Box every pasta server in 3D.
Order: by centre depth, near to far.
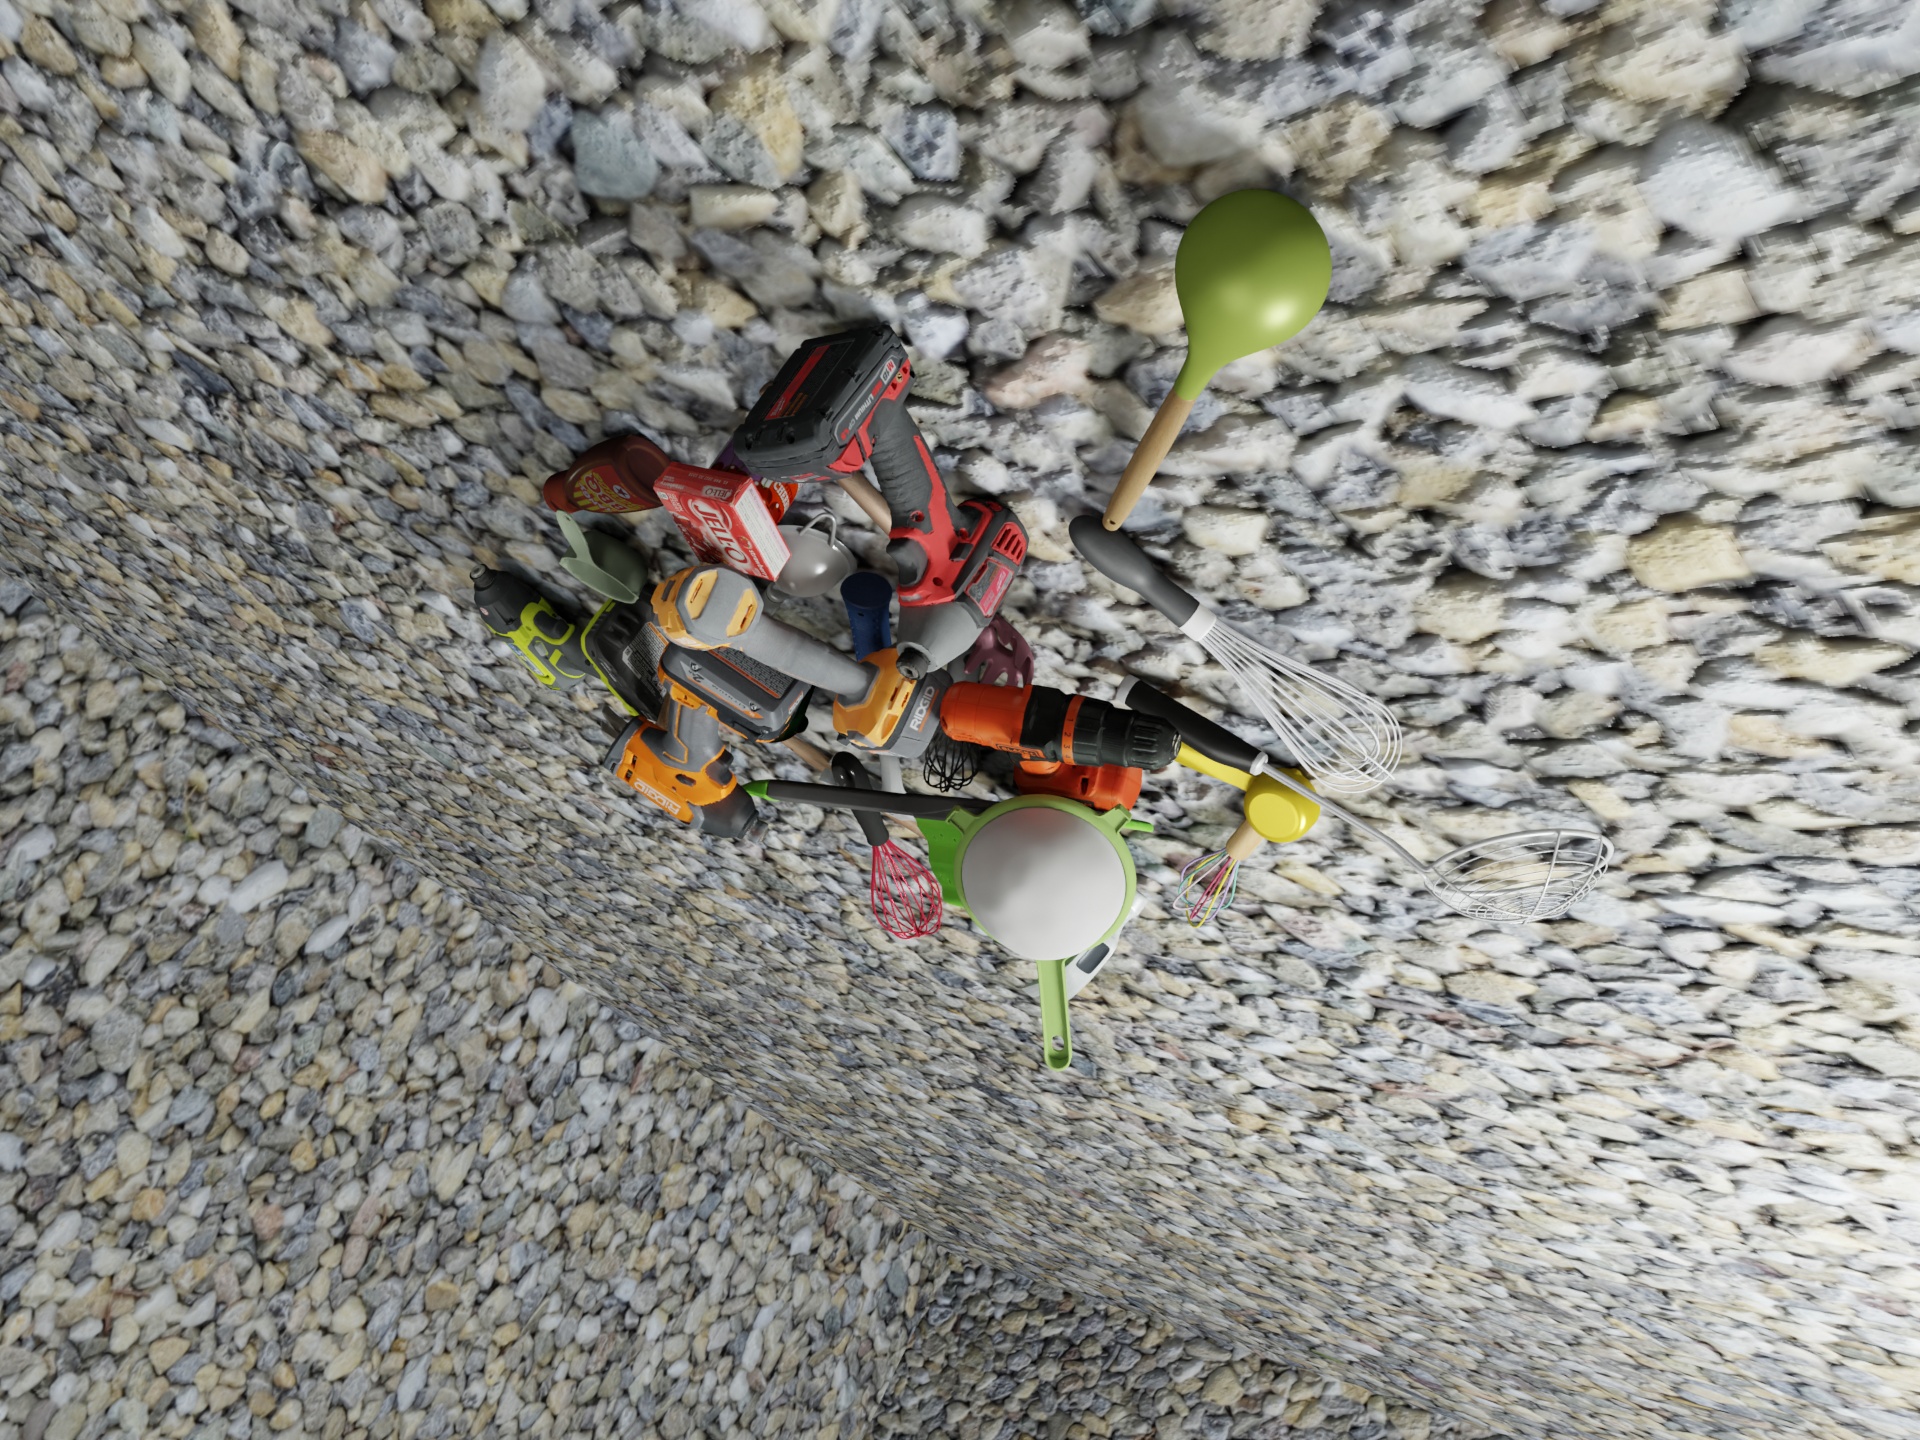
[{"bbox_3d":[-0.043,-0.129,1.185,0.060,0.040,0.316,-4,138,50],"label":"pasta server"}]

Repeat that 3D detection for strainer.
[{"bbox_3d":[0.068,0.188,1.298,0.151,0.069,0.256,-1,112,12],"label":"strainer"},{"bbox_3d":[-0.151,-0.109,1.338,0.086,0.050,0.258,20,161,-15],"label":"strainer"}]

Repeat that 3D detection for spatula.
[{"bbox_3d":[-0.055,0.104,1.657,0.315,0.018,0.060,35,155,-13],"label":"spatula"}]

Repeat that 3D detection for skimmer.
[{"bbox_3d":[0.287,0.040,1.165,0.363,0.090,0.127,31,163,20],"label":"skimmer"}]

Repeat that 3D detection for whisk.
[{"bbox_3d":[0.186,-0.047,1.082,0.284,0.070,0.070,38,154,-6],"label":"whisk"},{"bbox_3d":[0.232,0.122,1.360,0.051,0.047,0.244,29,152,4],"label":"whisk"},{"bbox_3d":[-0.001,-0.004,1.370,0.055,0.055,0.238,25,150,10],"label":"whisk"},{"bbox_3d":[-0.077,0.129,1.602,0.073,0.073,0.295,14,144,29],"label":"whisk"}]

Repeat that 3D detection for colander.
[{"bbox_3d":[-0.031,0.114,1.427,0.397,0.094,0.204,5,176,25],"label":"colander"}]

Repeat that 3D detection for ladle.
[{"bbox_3d":[0.127,-0.187,0.908,0.078,0.062,0.320,27,162,1],"label":"ladle"}]

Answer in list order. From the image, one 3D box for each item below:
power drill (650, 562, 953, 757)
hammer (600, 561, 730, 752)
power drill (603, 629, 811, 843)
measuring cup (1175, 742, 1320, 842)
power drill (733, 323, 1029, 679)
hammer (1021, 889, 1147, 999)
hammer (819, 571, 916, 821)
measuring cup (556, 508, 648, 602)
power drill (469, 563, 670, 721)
[{"bbox_3d":[-0.138,-0.051,1.253,0.226,0.084,0.185,27,171,-20],"label":"power drill"},{"bbox_3d":[-0.247,-0.055,1.446,0.130,0.031,0.331,7,143,-17],"label":"hammer"},{"bbox_3d":[-0.215,0.017,1.412,0.164,0.084,0.226,34,137,-2],"label":"power drill"},{"bbox_3d":[0.205,0.047,1.244,0.156,0.029,0.062,26,127,20],"label":"measuring cup"},{"bbox_3d":[-0.044,-0.137,1.049,0.078,0.143,0.219,2,141,41],"label":"power drill"},{"bbox_3d":[0.085,0.187,1.498,0.033,0.128,0.331,37,176,-10],"label":"hammer"},{"bbox_3d":[-0.076,-0.009,1.446,0.144,0.035,0.405,23,154,14],"label":"hammer"},{"bbox_3d":[-0.322,-0.157,1.402,0.083,0.038,0.167,23,162,10],"label":"measuring cup"},{"bbox_3d":[-0.383,-0.082,1.590,0.223,0.080,0.171,15,152,35],"label":"power drill"}]
